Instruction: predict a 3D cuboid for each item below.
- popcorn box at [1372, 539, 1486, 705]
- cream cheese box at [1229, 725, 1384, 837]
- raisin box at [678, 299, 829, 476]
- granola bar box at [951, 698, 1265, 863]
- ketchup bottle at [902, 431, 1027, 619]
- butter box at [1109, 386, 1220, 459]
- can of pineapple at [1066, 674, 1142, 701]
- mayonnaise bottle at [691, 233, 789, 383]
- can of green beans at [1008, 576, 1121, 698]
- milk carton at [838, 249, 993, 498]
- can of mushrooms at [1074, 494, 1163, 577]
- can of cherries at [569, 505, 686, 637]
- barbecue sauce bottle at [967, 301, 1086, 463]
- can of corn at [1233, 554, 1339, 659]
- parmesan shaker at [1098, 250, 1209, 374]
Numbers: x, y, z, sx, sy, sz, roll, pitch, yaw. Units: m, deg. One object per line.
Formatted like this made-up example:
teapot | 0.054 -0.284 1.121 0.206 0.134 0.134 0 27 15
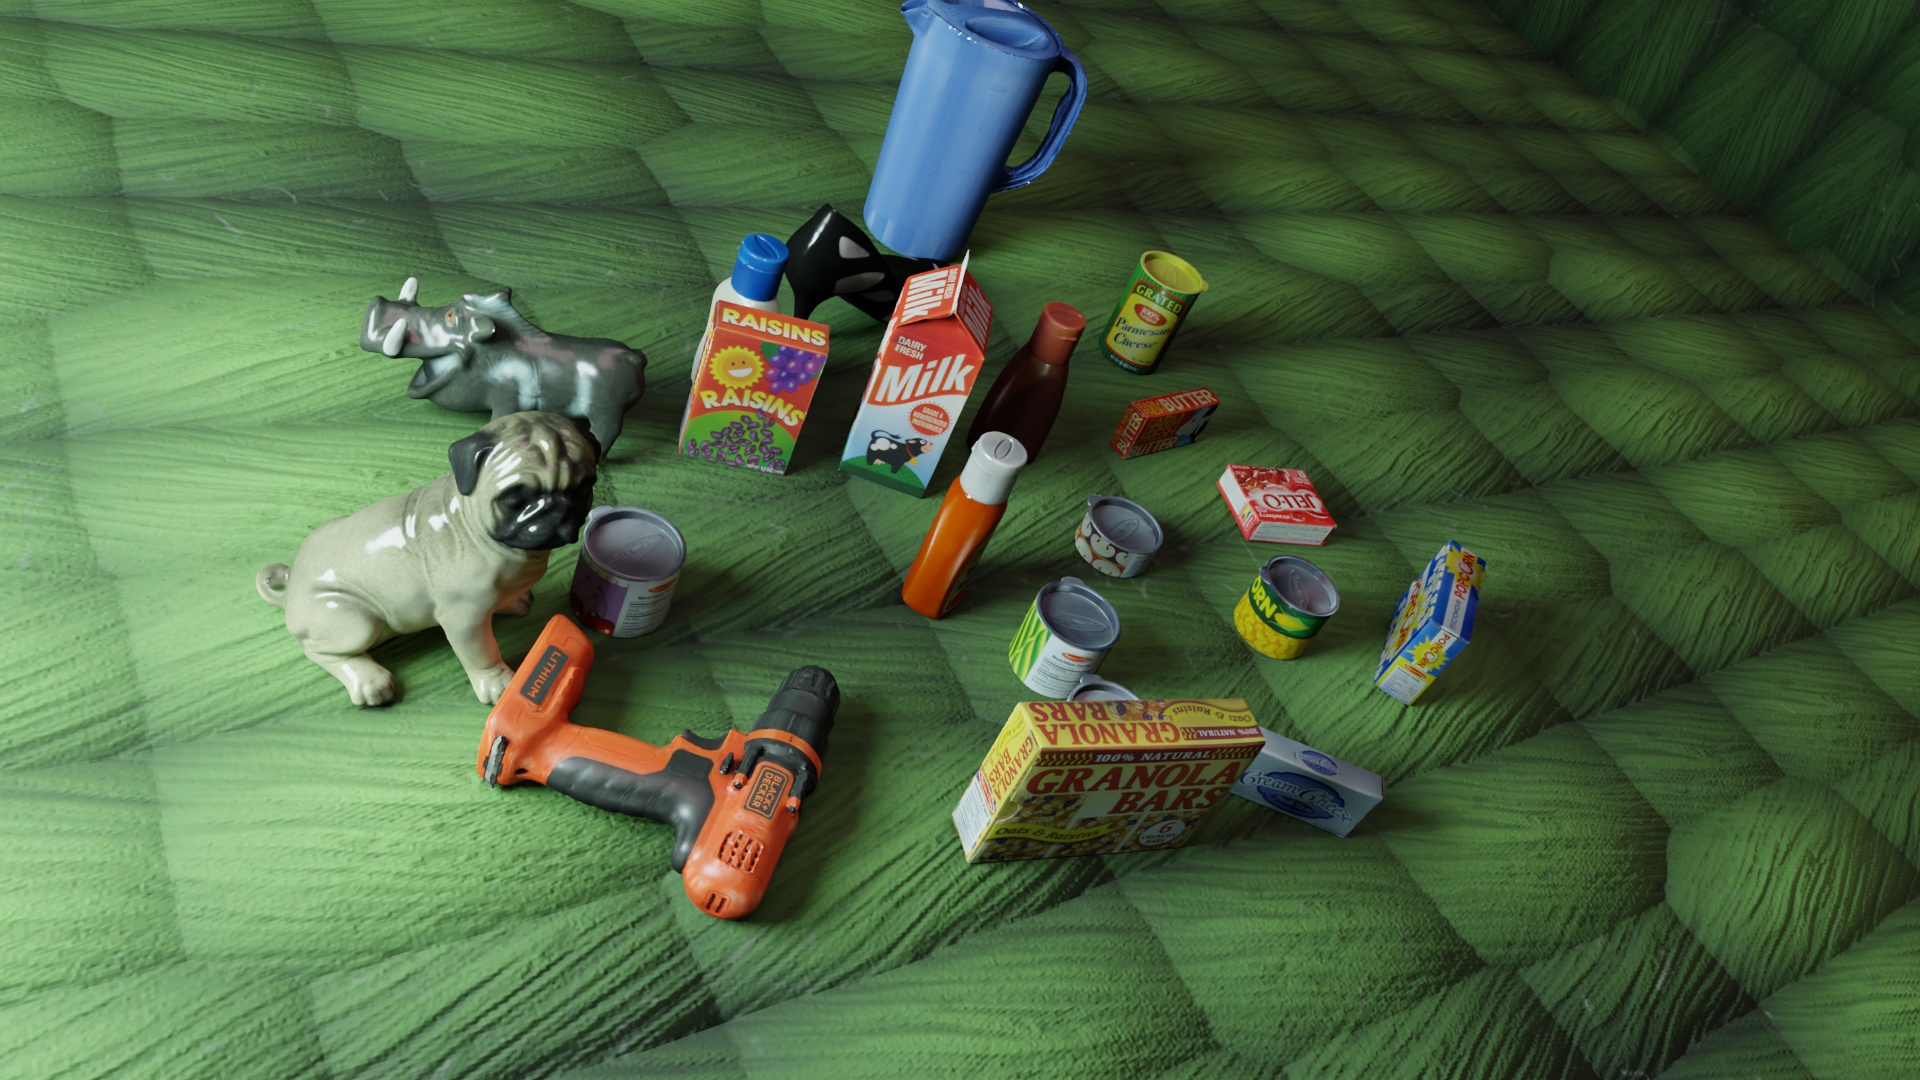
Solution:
popcorn box | 0.393 0.068 1.162 0.038 0.084 0.127 31 40 6
cream cheese box | 0.243 0.173 0.994 0.104 0.053 0.024 23 40 -4
raisin box | -0.155 -0.113 1.037 0.086 0.122 0.040 12 42 -16
granola bar box | 0.093 0.153 0.882 0.166 0.123 0.039 2 45 -26
ketchup bottle | 0.004 -0.012 0.993 0.043 0.148 0.065 29 40 4
butter box | 0.187 -0.108 1.266 0.104 0.052 0.024 -15 54 -38
can of pineapple | 0.093 0.137 0.950 0.071 0.057 0.071 15 41 -13
mayonnaise bottle | -0.167 -0.165 1.068 0.041 0.147 0.065 -17 56 -40
can of green beans | 0.075 0.073 1.010 0.071 0.057 0.071 15 41 -13
milk carton | -0.029 -0.130 1.071 0.073 0.189 0.073 19 40 -9
can of mushrooms | 0.128 -0.004 1.140 0.071 0.033 0.071 15 41 -13
can of cherries | -0.220 0.019 0.911 0.071 0.058 0.072 15 41 -13
barbecue sauce bottle | 0.059 -0.128 1.147 0.065 0.147 0.044 1 46 -28
can of corn | 0.262 0.054 1.128 0.071 0.058 0.071 15 41 -13
parmesan shaker | 0.186 -0.218 1.346 0.071 0.102 0.072 15 41 -13
